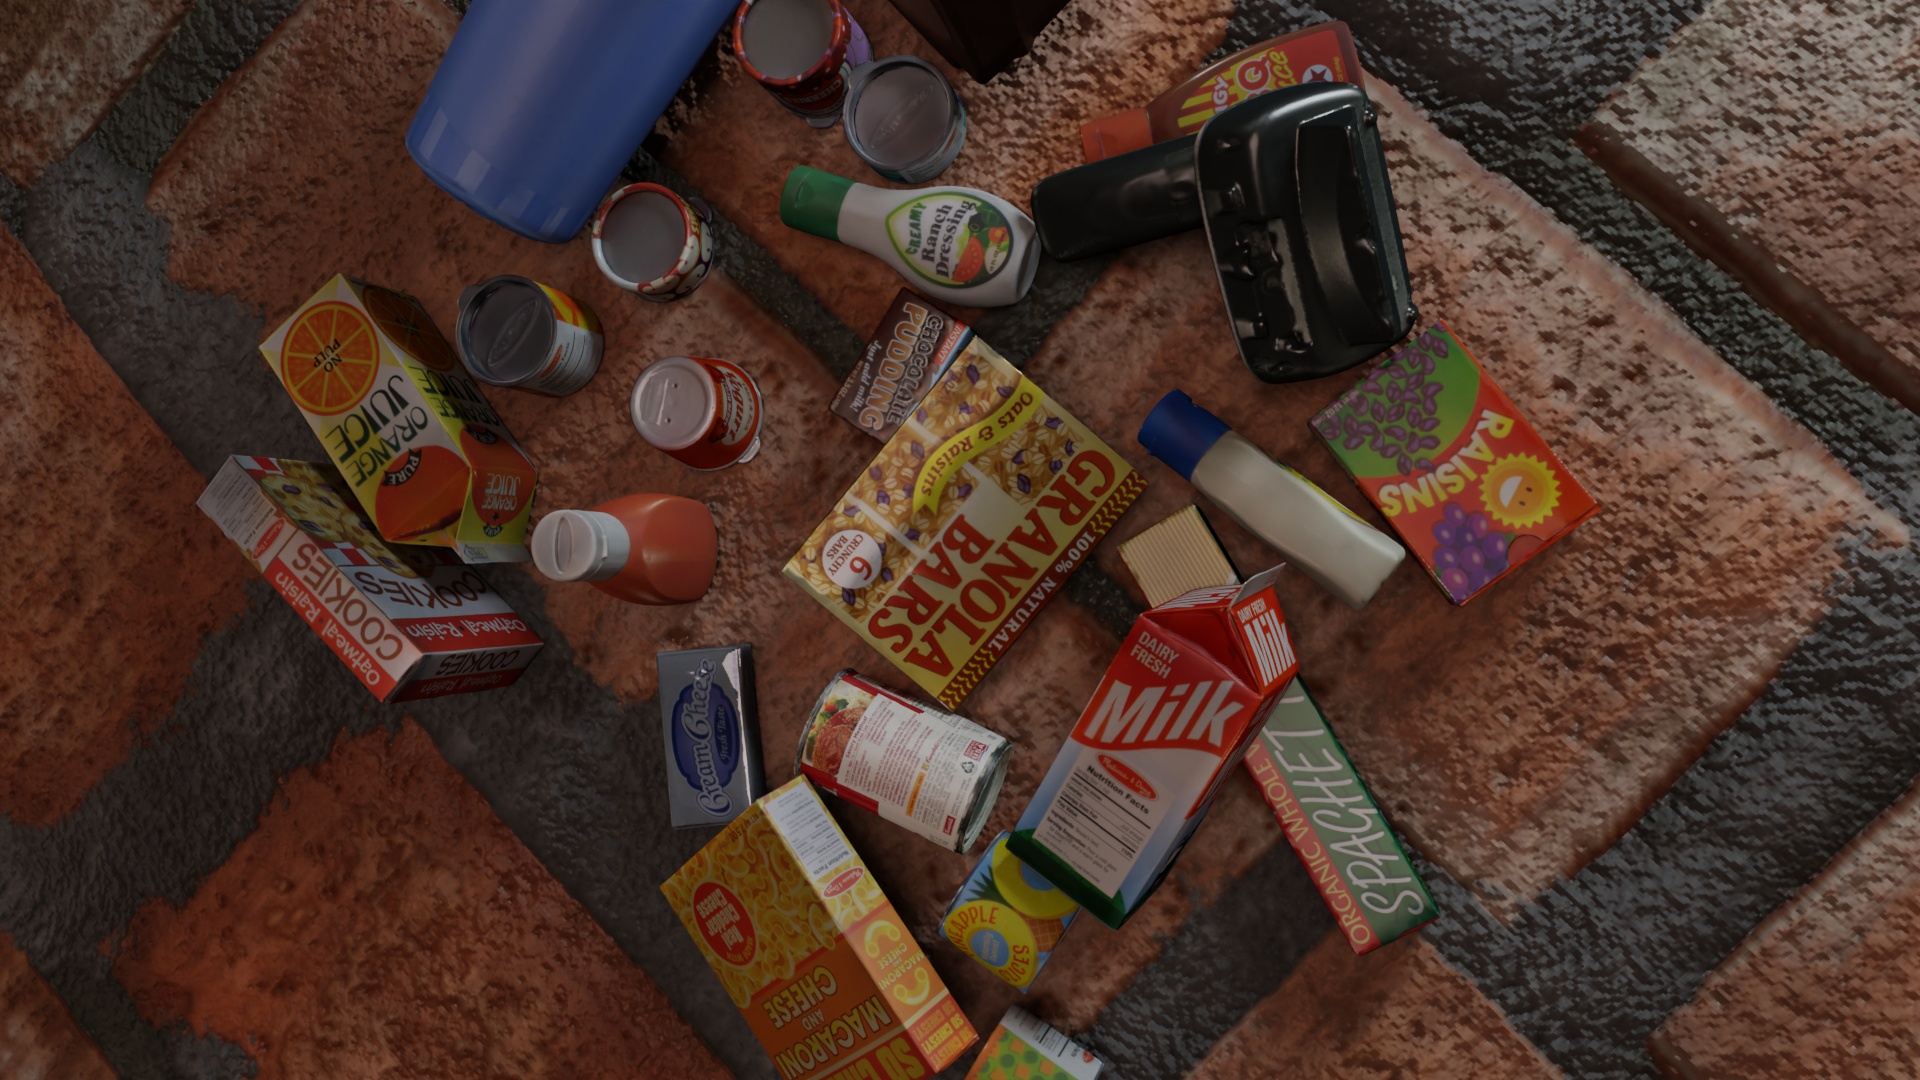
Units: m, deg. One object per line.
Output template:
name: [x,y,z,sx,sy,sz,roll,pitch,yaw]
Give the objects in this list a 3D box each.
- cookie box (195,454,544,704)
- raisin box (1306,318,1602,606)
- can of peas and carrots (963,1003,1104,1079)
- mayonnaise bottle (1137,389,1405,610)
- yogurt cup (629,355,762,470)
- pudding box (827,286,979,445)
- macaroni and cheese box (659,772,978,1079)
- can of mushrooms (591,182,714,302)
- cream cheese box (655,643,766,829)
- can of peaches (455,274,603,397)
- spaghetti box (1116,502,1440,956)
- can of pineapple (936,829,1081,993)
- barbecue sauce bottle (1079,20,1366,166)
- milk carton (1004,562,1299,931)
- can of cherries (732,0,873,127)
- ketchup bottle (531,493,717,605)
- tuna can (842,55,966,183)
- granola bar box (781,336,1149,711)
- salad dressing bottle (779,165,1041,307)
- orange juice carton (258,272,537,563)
cookie box: [-0.341,0.022,0.814,0.167,0.123,0.040,43,99,12]
raisin box: [0.251,-0.039,0.715,0.086,0.040,0.123,-38,80,9]
can of peas and carrots: [0.034,0.293,0.739,0.059,0.071,0.071,31,95,14]
mayonnaise bottle: [0.161,-0.023,0.727,0.148,0.065,0.041,39,100,16]
yogurt cup: [-0.156,-0.076,0.809,0.072,0.054,0.072,-1,87,14]
pudding box: [-0.032,-0.095,0.792,0.050,0.030,0.083,34,96,12]
macaroni and cheese box: [-0.082,0.228,0.757,0.166,0.040,0.123,54,131,10]
can of mushrooms: [-0.183,-0.180,0.831,0.071,0.033,0.071,-1,87,15]
cream cheese box: [-0.145,0.114,0.813,0.053,0.024,0.104,-7,86,14]
can of peaches: [-0.259,-0.123,0.834,0.071,0.058,0.071,0,88,15]
spaghetti box: [0.167,0.097,0.735,0.050,0.029,0.250,-32,81,12]
can of pineapple: [0.028,0.200,0.744,0.058,0.071,0.071,33,96,13]
barbecue sauce bottle: [0.140,-0.227,0.749,0.148,0.044,0.065,-13,91,13]
milk carton: [0.106,0.094,0.702,0.073,0.072,0.189,35,111,19]
can of cherries: [-0.089,-0.281,0.799,0.071,0.058,0.071,-1,87,14]
ketchup bottle: [-0.181,0.004,0.763,0.043,0.149,0.064,1,88,13]
tuna can: [-0.033,-0.242,0.797,0.071,0.033,0.071,-1,88,14]
granola bar box: [0.003,-0.010,0.761,0.124,0.039,0.165,40,97,-3]
salad dressing bottle: [-0.030,-0.176,0.788,0.148,0.044,0.064,19,93,14]
orange juice carton: [-0.329,-0.062,0.841,0.073,0.072,0.193,-39,79,10]
